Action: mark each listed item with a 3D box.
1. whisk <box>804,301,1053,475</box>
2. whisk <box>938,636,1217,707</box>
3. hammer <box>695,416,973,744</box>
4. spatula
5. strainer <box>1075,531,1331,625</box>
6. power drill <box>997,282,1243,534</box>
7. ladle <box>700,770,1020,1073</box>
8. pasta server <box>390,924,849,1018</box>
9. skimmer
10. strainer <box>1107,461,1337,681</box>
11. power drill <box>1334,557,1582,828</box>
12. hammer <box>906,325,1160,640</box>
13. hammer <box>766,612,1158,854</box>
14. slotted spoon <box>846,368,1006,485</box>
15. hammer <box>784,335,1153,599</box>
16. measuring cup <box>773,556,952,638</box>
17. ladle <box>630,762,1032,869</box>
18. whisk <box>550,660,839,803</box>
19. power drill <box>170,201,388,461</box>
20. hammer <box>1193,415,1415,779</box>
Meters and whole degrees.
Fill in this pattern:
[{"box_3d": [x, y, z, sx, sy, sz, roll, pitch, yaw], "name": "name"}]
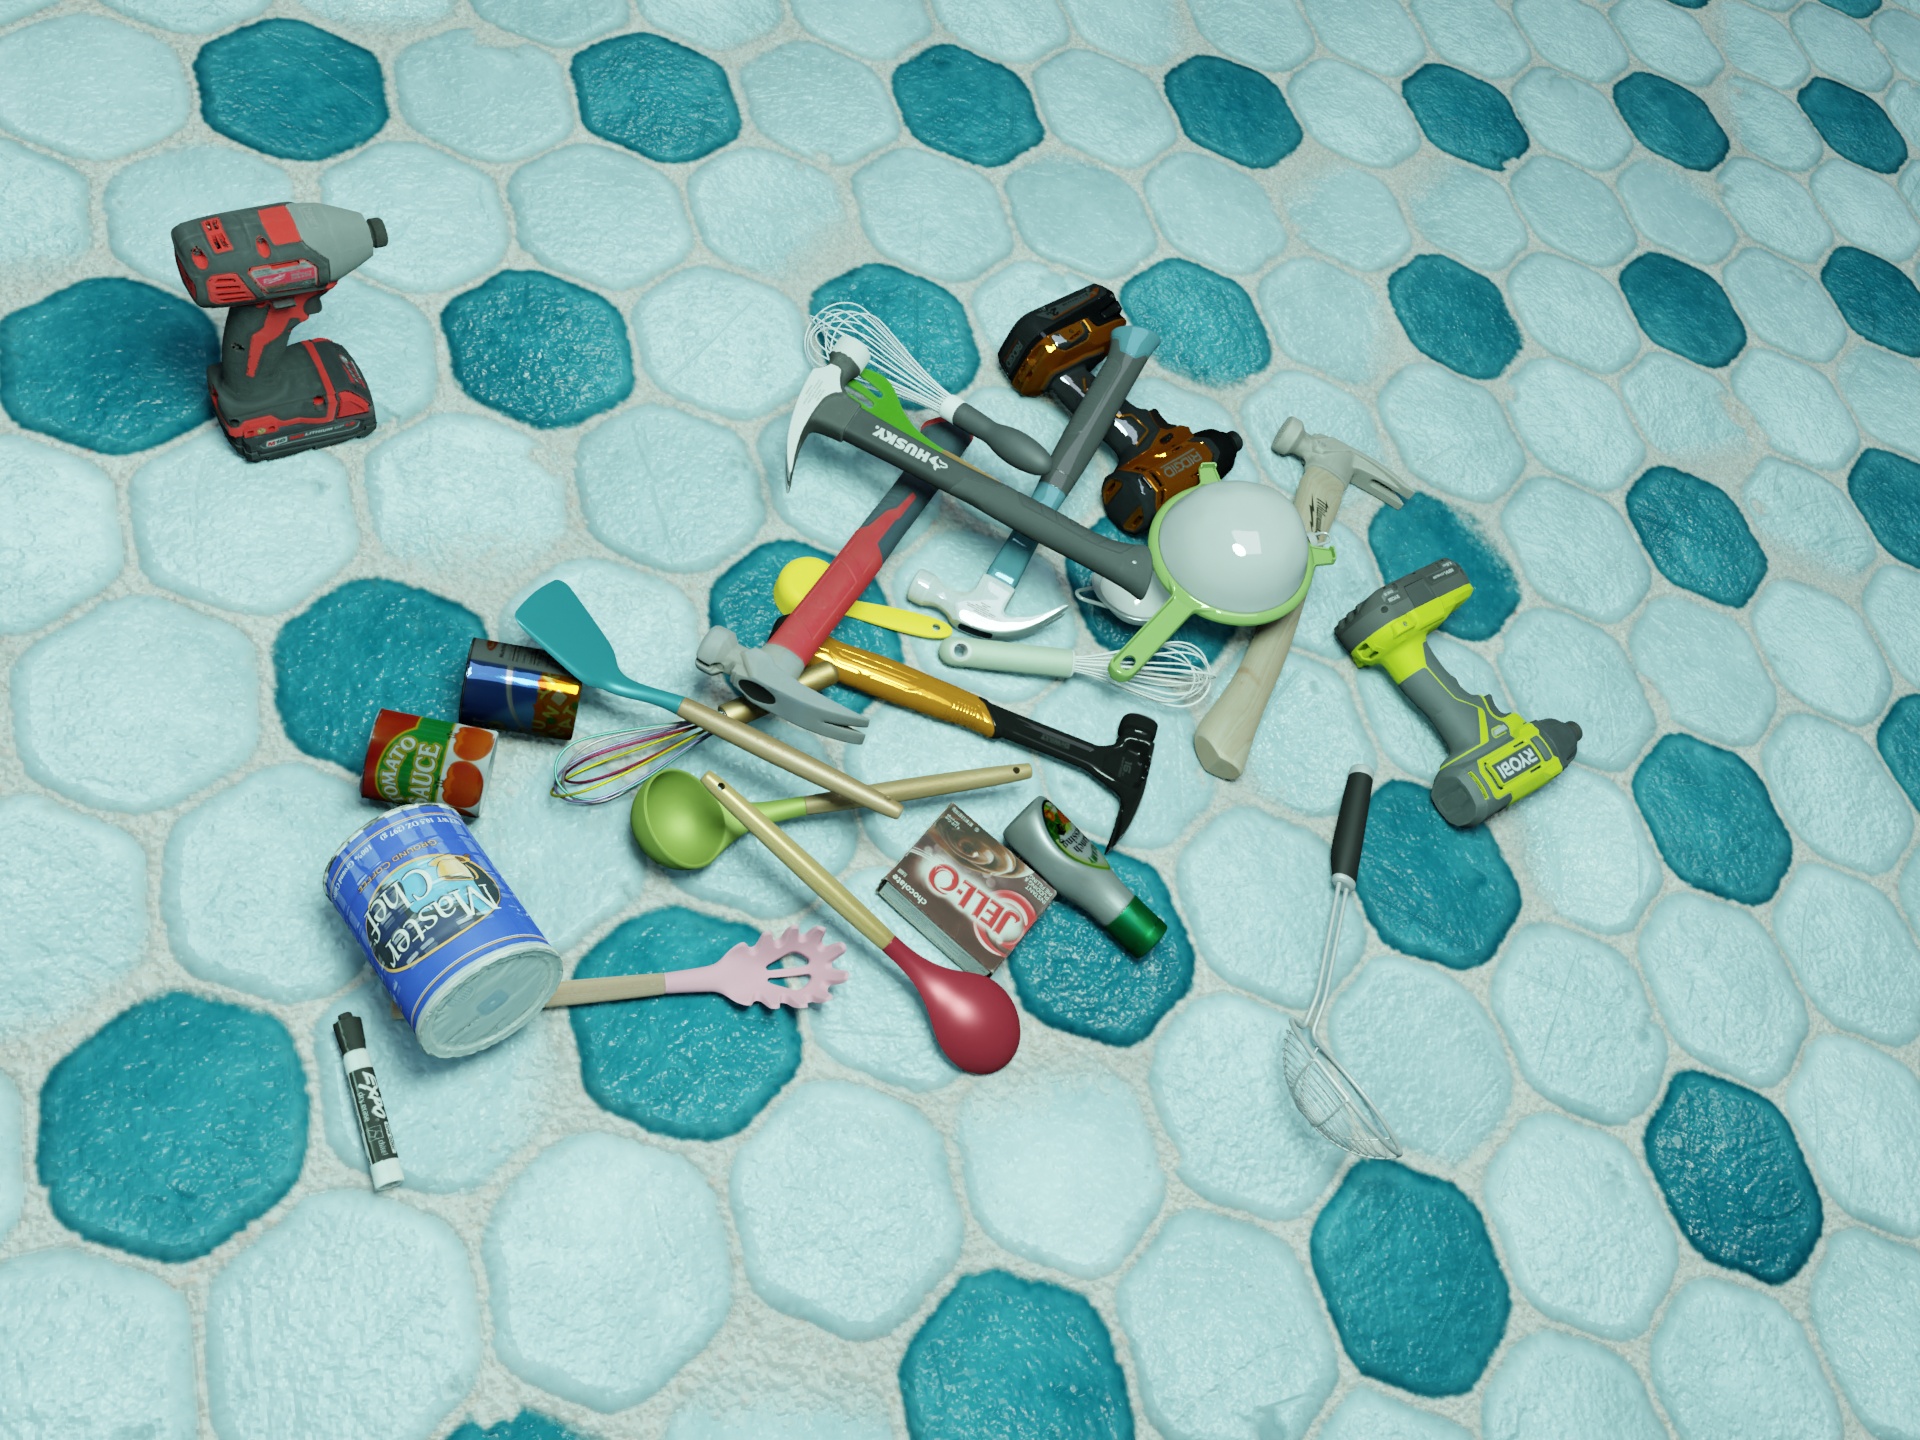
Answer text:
[{"box_3d": [-0.031, -0.290, 1.411, 0.285, 0.070, 0.070, 36, 56, 22], "name": "whisk"}, {"box_3d": [0.102, -0.048, 1.369, 0.246, 0.059, 0.058, 6, 87, -10], "name": "whisk"}, {"box_3d": [-0.063, -0.136, 1.327, 0.143, 0.038, 0.386, 27, 48, 5], "name": "hammer"}, {"box_3d": [-0.183, -0.007, 1.191, 0.317, 0.044, 0.082, 26, 27, -1], "name": "spatula"}, {"box_3d": [0.221, -0.131, 1.432, 0.258, 0.050, 0.087, -17, 51, -13], "name": "strainer"}, {"box_3d": [0.159, -0.298, 1.505, 0.164, 0.084, 0.226, -31, 80, -30], "name": "power drill"}, {"box_3d": [-0.072, 0.146, 1.176, 0.315, 0.031, 0.069, 43, 63, -5], "name": "ladle"}, {"box_3d": [-0.237, 0.188, 1.129, 0.316, 0.040, 0.060, -3, 74, -18], "name": "pasta server"}, {"box_3d": [0.329, 0.179, 1.292, 0.127, 0.090, 0.364, 44, 49, -31], "name": "skimmer"}, {"box_3d": [0.212, -0.129, 1.368, 0.151, 0.069, 0.256, 38, 61, 13], "name": "strainer"}, {"box_3d": [0.462, -0.029, 1.461, 0.171, 0.080, 0.223, -24, 76, -28], "name": "power drill"}, {"box_3d": [0.086, -0.215, 1.403, 0.128, 0.033, 0.331, 29, 75, 2], "name": "hammer"}, {"box_3d": [-0.002, -0.004, 1.315, 0.337, 0.034, 0.127, 22, 57, -6], "name": "hammer"}, {"box_3d": [0.005, -0.215, 1.368, 0.314, 0.031, 0.070, 33, 75, 7], "name": "slotted spoon"}, {"box_3d": [0.010, -0.189, 1.327, 0.335, 0.035, 0.146, 28, 67, 2], "name": "hammer"}, {"box_3d": [-0.079, -0.099, 1.342, 0.156, 0.029, 0.062, 14, 59, -8], "name": "measuring cup"}, {"box_3d": [-0.092, 0.058, 1.221, 0.320, 0.062, 0.078, -8, 73, -17], "name": "ladle"}, {"box_3d": [-0.204, 0.005, 1.229, 0.245, 0.047, 0.051, -25, 83, -24], "name": "whisk"}, {"box_3d": [-0.503, -0.299, 1.199, 0.143, 0.219, 0.079, -22, 71, -27], "name": "power drill"}, {"box_3d": [0.310, -0.109, 1.476, 0.146, 0.038, 0.411, 28, 58, -4], "name": "hammer"}]
